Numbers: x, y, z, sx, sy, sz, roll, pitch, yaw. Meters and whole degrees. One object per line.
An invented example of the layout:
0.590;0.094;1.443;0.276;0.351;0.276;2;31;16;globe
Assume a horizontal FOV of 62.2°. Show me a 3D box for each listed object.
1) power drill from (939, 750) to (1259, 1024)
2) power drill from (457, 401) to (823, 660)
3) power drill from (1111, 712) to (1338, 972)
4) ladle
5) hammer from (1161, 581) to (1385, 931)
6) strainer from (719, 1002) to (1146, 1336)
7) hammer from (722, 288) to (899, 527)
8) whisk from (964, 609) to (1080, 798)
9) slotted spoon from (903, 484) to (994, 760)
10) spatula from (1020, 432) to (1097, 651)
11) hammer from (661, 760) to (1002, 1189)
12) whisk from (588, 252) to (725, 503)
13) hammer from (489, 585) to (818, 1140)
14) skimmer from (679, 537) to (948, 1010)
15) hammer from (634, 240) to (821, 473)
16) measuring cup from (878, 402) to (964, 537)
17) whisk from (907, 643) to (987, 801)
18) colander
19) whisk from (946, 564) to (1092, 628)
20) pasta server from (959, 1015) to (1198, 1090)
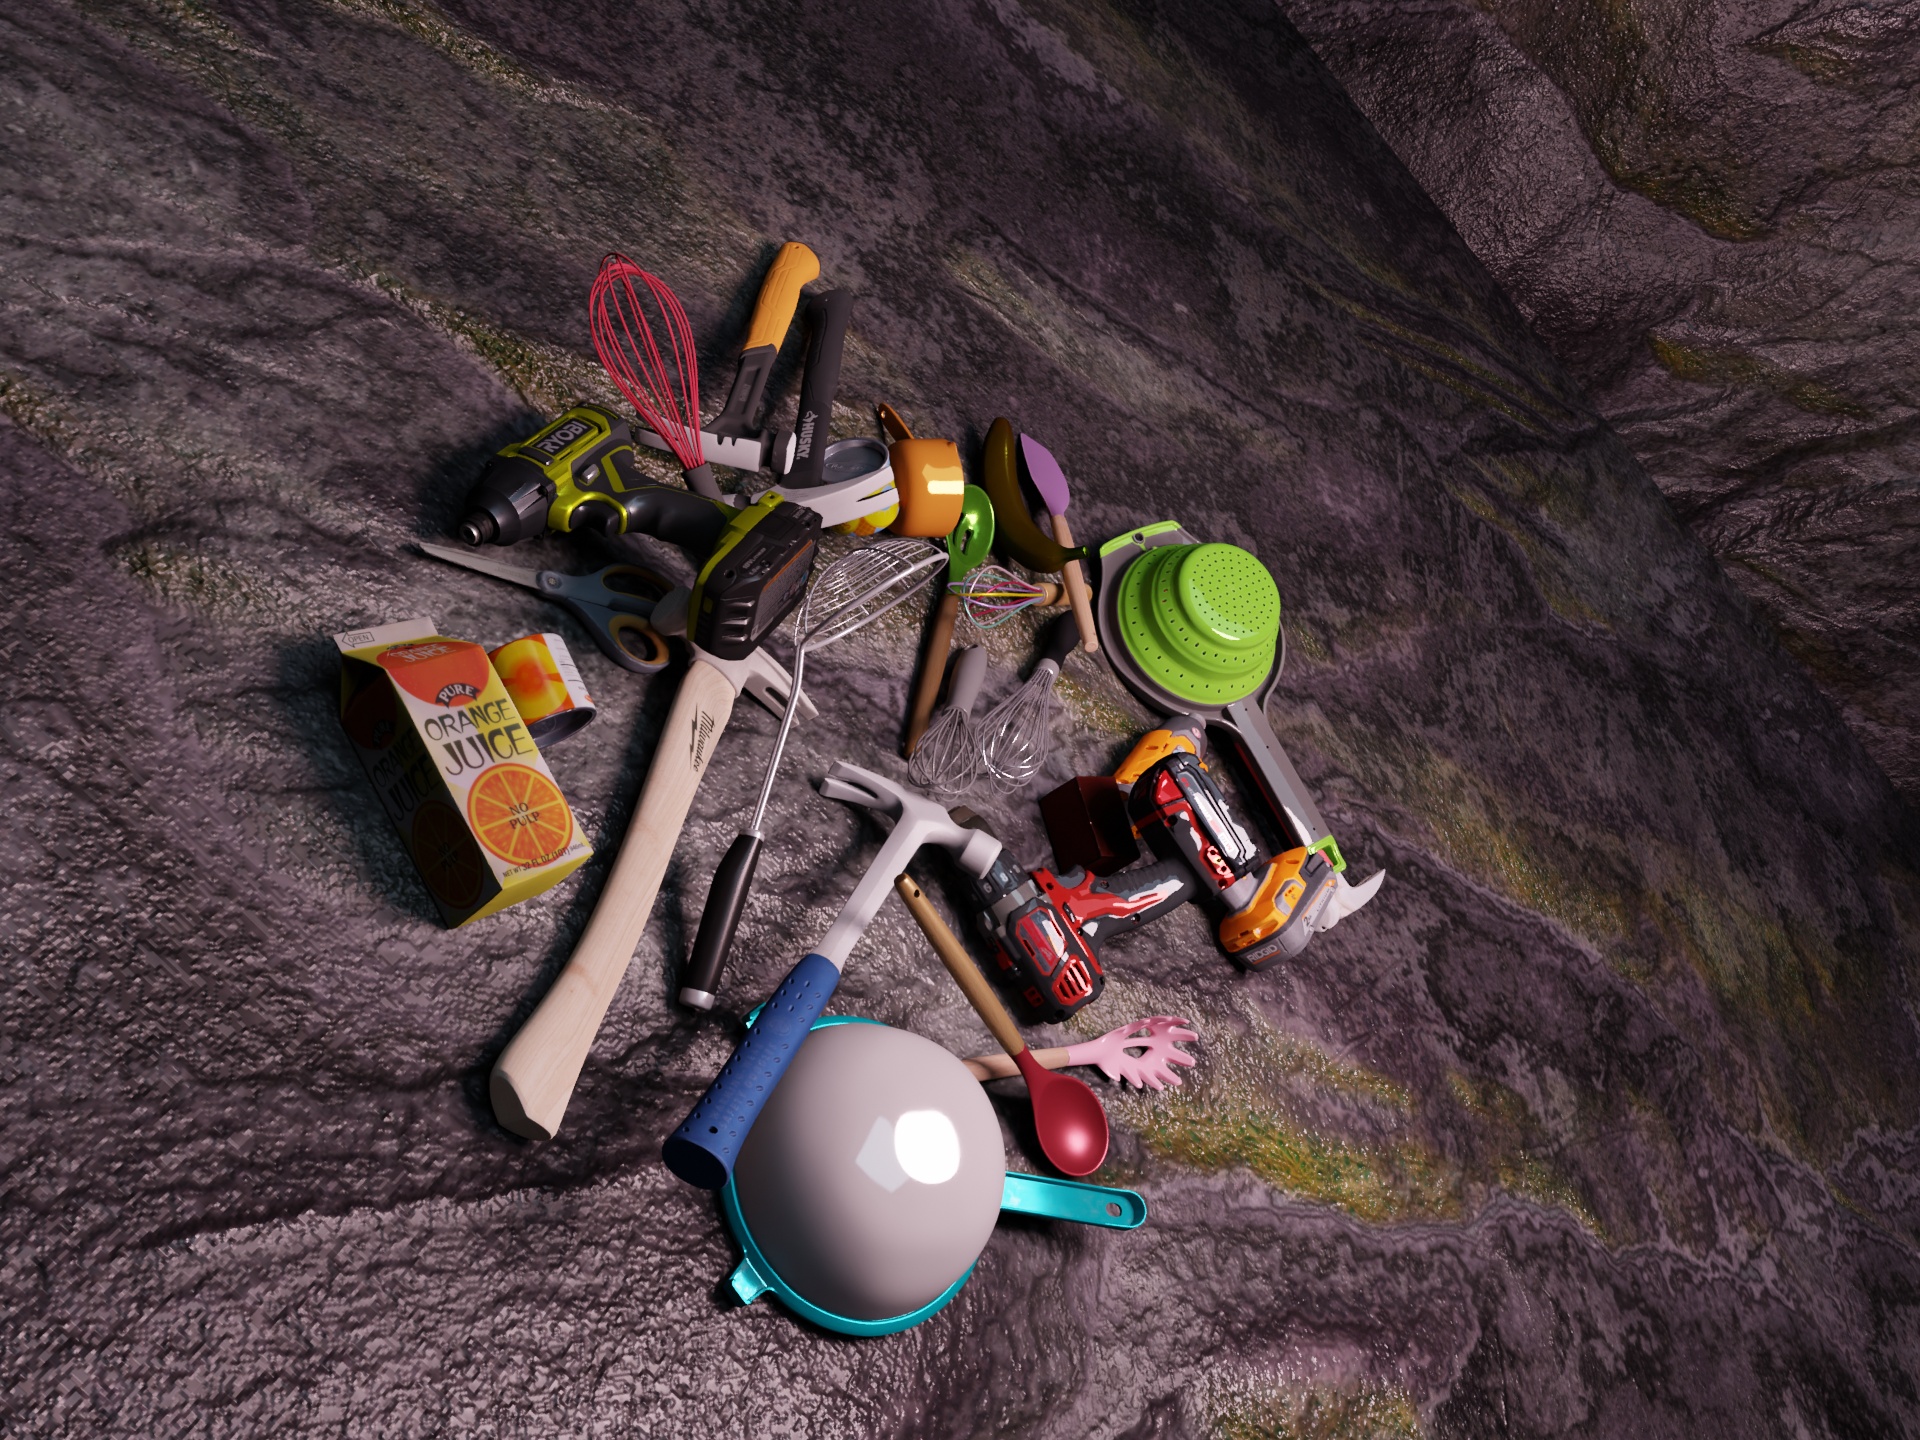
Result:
0.105;0.111;1.284;0.226;0.080;0.188;-32;84;-20;power drill
-0.226;-0.135;1.125;0.223;0.080;0.171;25;40;9;power drill
0.242;0.101;1.470;0.226;0.084;0.164;47;46;-5;power drill
0.029;0.221;1.147;0.069;0.031;0.315;-57;129;-36;ladle
0.304;0.022;1.626;0.143;0.038;0.386;-20;79;-51;hammer
0.008;0.301;1.067;0.340;0.095;0.211;18;55;-27;strainer
-0.119;-0.275;1.368;0.335;0.146;0.035;-87;168;-45;hammer
0.067;-0.025;1.415;0.070;0.070;0.285;46;36;-12;whisk
-0.015;-0.090;1.395;0.070;0.031;0.314;48;39;-36;slotted spoon
0.100;-0.176;1.533;0.059;0.018;0.316;28;34;-31;spatula
-0.094;0.156;1.064;0.144;0.035;0.406;31;33;2;hammer
-0.210;-0.210;1.210;0.073;0.073;0.295;-40;115;-50;whisk
-0.205;0.095;1.067;0.146;0.038;0.411;43;42;-28;hammer
-0.100;0.033;1.110;0.090;0.127;0.363;20;71;-13;skimmer
-0.178;-0.326;1.368;0.127;0.034;0.337;12;43;-3;hammer
-0.058;-0.233;1.426;0.052;0.095;0.174;-6;46;-30;measuring cup
-0.001;-0.005;1.309;0.055;0.055;0.239;42;27;-15;whisk
0.282;-0.036;1.545;0.204;0.094;0.397;-22;78;-28;colander
0.063;-0.113;1.453;0.245;0.047;0.051;-9;70;-59;whisk
0.065;0.263;1.222;0.316;0.040;0.060;3;95;-42;pasta server
